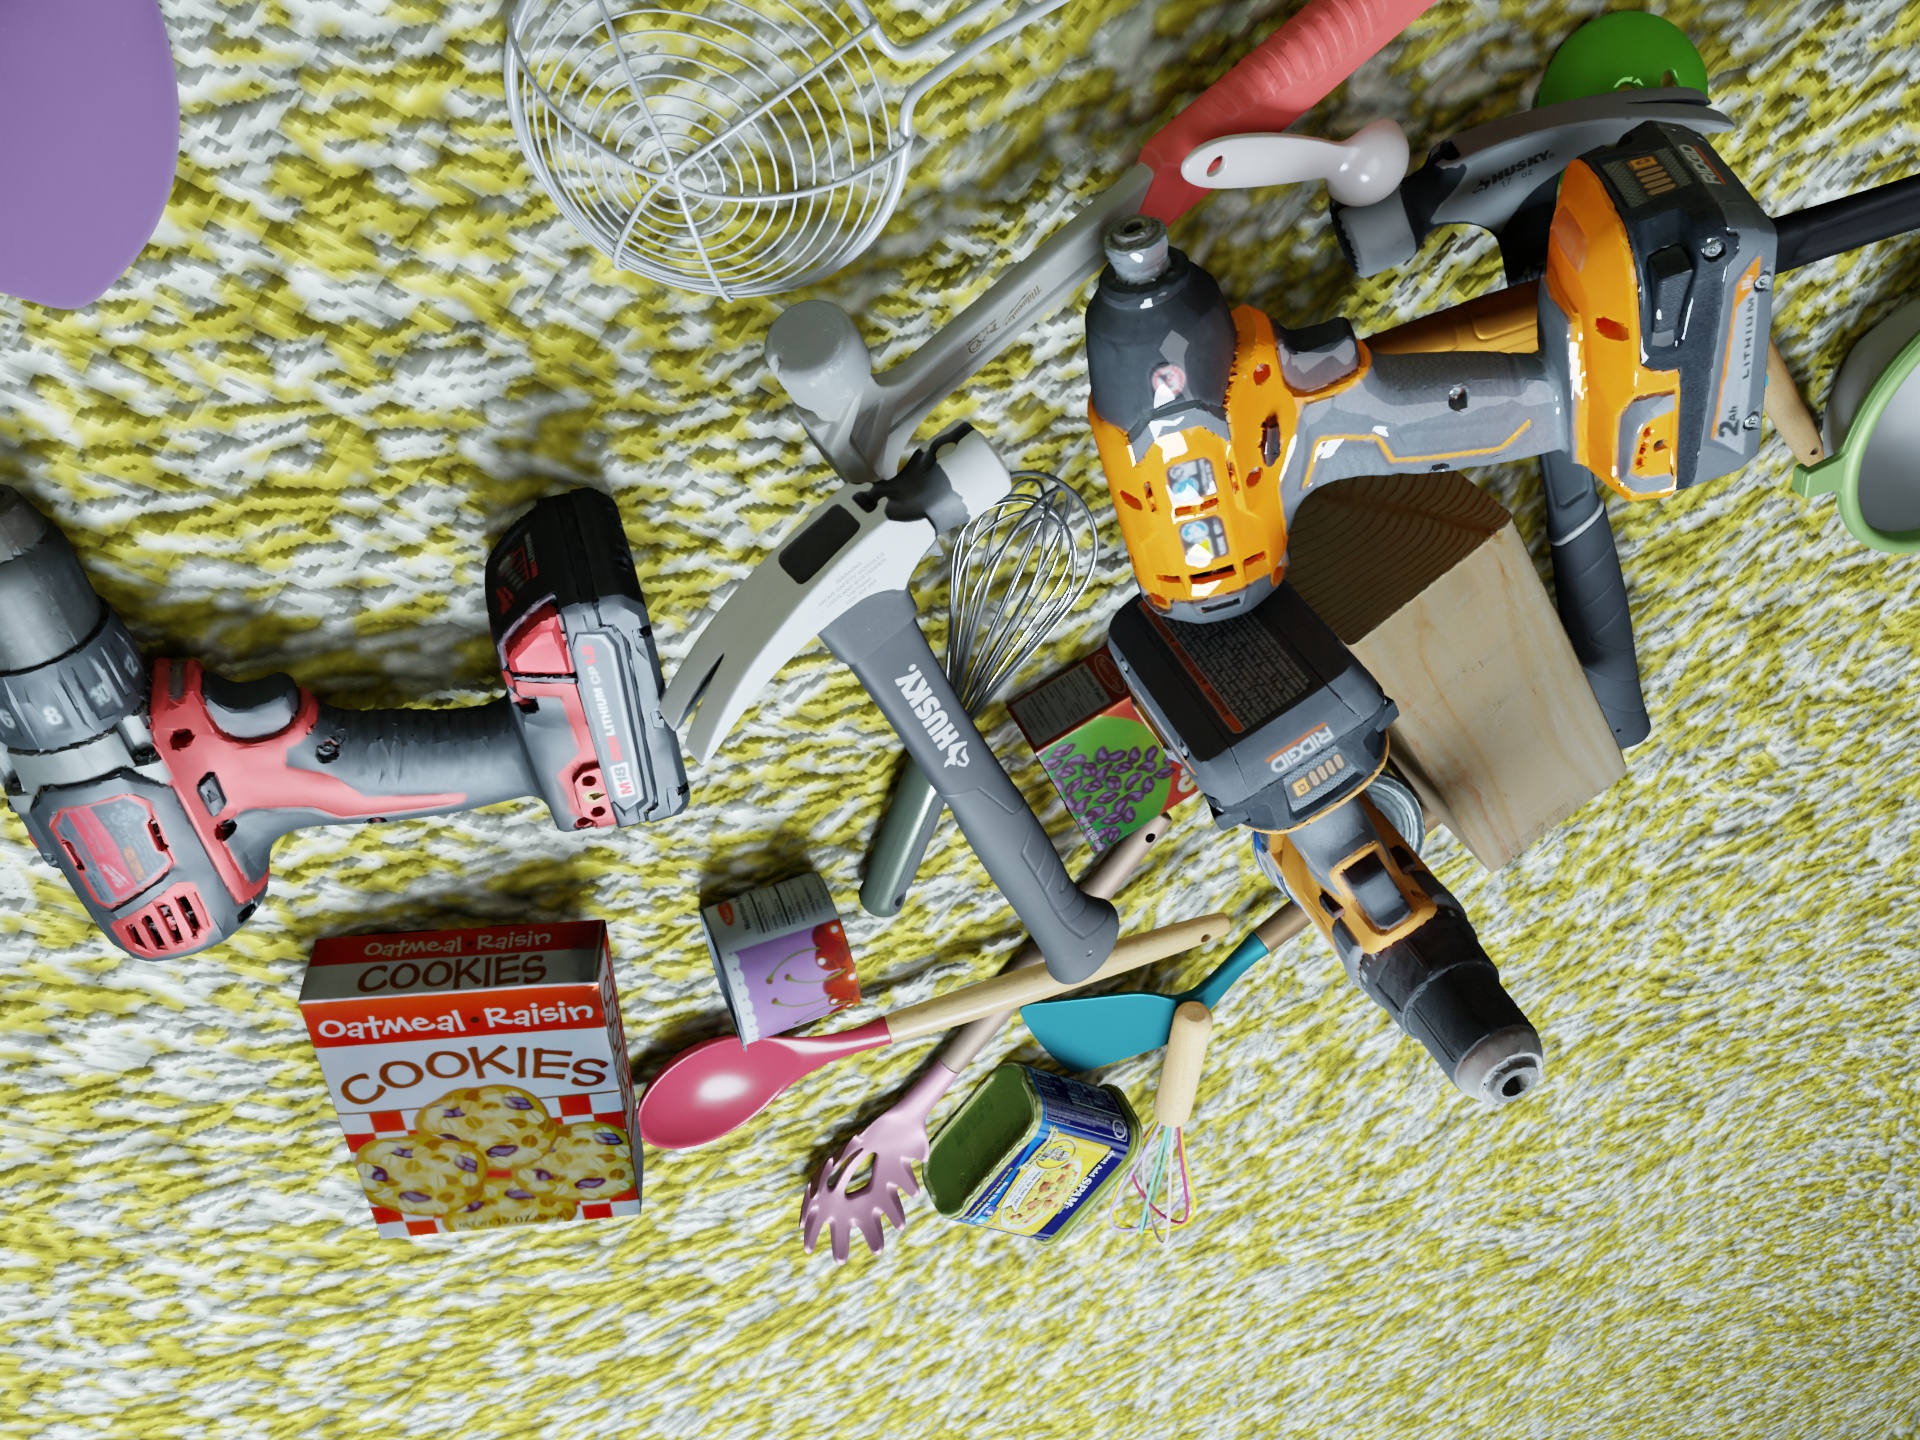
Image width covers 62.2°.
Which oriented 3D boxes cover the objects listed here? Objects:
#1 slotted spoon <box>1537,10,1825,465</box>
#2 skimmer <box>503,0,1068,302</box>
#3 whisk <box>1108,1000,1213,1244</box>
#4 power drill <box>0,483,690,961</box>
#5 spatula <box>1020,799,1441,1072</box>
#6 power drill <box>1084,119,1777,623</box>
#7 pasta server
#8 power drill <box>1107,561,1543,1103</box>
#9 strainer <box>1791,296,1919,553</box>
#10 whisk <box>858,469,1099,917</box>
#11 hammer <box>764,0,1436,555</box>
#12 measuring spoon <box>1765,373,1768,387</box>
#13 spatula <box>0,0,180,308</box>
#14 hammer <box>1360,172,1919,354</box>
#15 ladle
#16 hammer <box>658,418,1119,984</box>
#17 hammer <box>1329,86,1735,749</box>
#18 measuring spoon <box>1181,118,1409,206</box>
[{"bbox_3d":[0.346,-0.200,0.725,0.070,0.031,0.313,-42,134,17],"label":"slotted spoon"},{"bbox_3d":[0.028,-0.257,0.523,0.363,0.090,0.127,-33,134,-12],"label":"skimmer"},{"bbox_3d":[0.125,0.241,0.937,0.051,0.047,0.244,-46,152,-36],"label":"whisk"},{"bbox_3d":[-0.224,-0.016,0.563,0.226,0.080,0.187,-15,131,-11],"label":"power drill"},{"bbox_3d":[0.182,0.100,0.888,0.317,0.044,0.082,-37,133,-1],"label":"spatula"},{"bbox_3d":[0.157,-0.130,0.565,0.226,0.084,0.164,-14,136,10],"label":"power drill"},{"bbox_3d":[0.012,0.169,0.849,0.060,0.040,0.316,29,109,-26],"label":"pasta server"},{"bbox_3d":[0.163,0.051,0.676,0.084,0.186,0.226,-34,131,5],"label":"power drill"},{"bbox_3d":[0.504,-0.205,0.768,0.151,0.069,0.256,13,118,-31],"label":"strainer"},{"bbox_3d":[-0.001,-0.002,0.701,0.058,0.059,0.246,-47,163,-54],"label":"whisk"},{"bbox_3d":[0.093,-0.205,0.574,0.359,0.037,0.149,-40,157,1],"label":"hammer"},{"bbox_3d":[0.326,-0.176,0.732,0.128,0.021,0.042,12,134,-29],"label":"measuring spoon"},{"bbox_3d":[-0.214,-0.252,0.416,0.059,0.018,0.315,12,121,-32],"label":"spatula"},{"bbox_3d":[0.278,-0.178,0.621,0.337,0.034,0.127,-18,139,6],"label":"hammer"},{"bbox_3d":[-0.012,0.149,0.808,0.315,0.031,0.069,-17,132,-5],"label":"ladle"},{"bbox_3d":[0.002,0.032,0.666,0.146,0.035,0.334,-39,142,-6],"label":"hammer"},{"bbox_3d":[0.292,-0.111,0.749,0.149,0.036,0.408,-22,137,12],"label":"hammer"},{"bbox_3d":[0.123,-0.195,0.566,0.124,0.018,0.034,-17,149,-40],"label":"measuring spoon"}]
